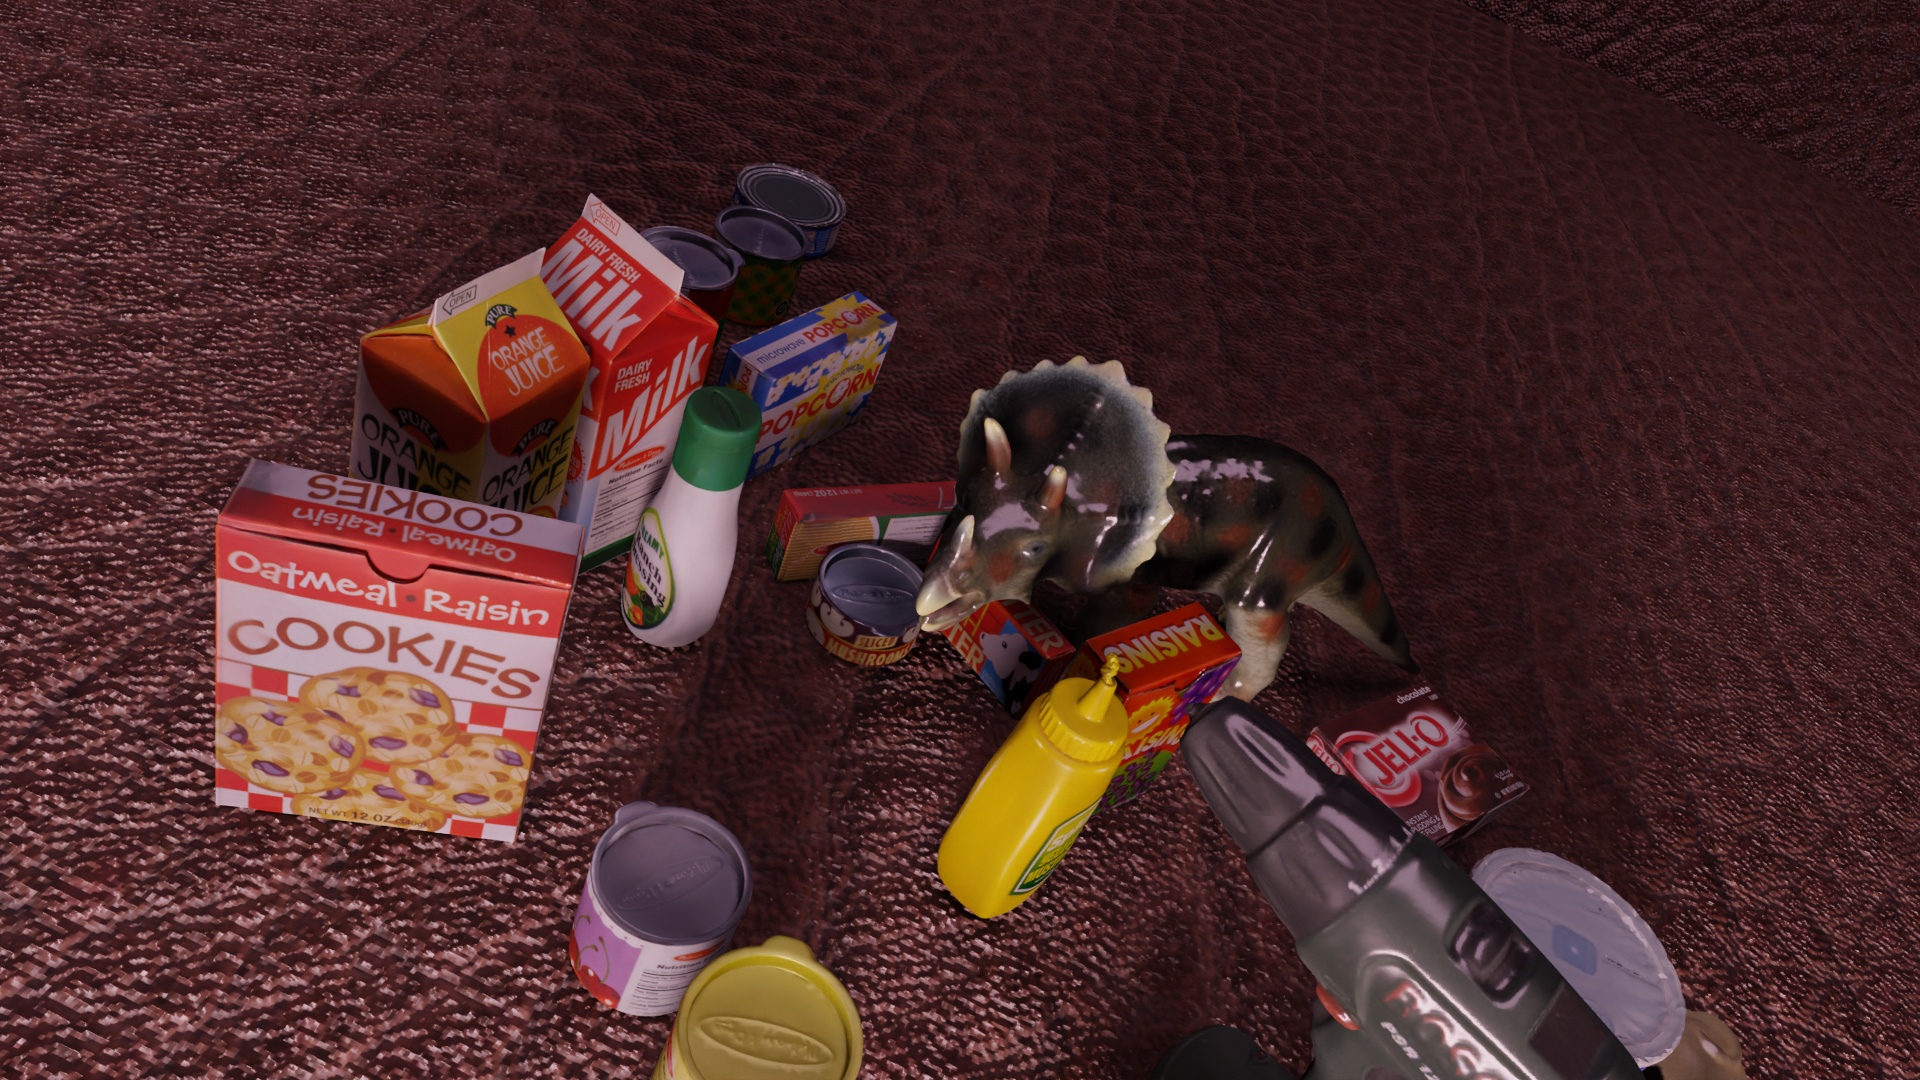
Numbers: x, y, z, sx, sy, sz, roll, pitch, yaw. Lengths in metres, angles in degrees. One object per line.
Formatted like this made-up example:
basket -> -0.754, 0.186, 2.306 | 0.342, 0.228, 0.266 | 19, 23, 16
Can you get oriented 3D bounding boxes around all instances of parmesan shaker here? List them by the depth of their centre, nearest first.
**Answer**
parmesan shaker -> -0.082, 0.204, 0.513 | 0.071, 0.102, 0.072 | 15, 39, -13

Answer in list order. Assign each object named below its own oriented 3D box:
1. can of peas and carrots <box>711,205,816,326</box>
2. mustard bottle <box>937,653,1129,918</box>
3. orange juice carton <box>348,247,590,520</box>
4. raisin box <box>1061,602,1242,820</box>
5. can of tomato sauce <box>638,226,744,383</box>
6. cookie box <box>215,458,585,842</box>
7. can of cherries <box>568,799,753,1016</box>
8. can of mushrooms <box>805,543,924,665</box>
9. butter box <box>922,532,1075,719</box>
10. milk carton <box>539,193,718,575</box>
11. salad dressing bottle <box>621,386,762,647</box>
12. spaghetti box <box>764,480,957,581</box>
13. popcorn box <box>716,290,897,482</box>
can of peas and carrots -> -0.143, -0.191, 0.971 | 0.071, 0.058, 0.071 | 15, 39, -13
mustard bottle -> 0.040, 0.110, 0.640 | 0.049, 0.159, 0.065 | 43, 41, 21
orange juice carton -> -0.231, -0.047, 0.651 | 0.073, 0.191, 0.072 | 32, 39, 9
raisin box -> 0.080, 0.094, 0.710 | 0.086, 0.122, 0.040 | -13, 52, -38
can of tomato sauce -> -0.180, -0.146, 0.879 | 0.071, 0.082, 0.071 | 15, 39, -13
cookie box -> -0.228, 0.052, 0.558 | 0.123, 0.166, 0.040 | 12, 40, -16
can of cherries -> -0.127, 0.153, 0.583 | 0.071, 0.058, 0.072 | 15, 39, -13
can of mushrooms -> -0.051, 0.037, 0.777 | 0.071, 0.033, 0.071 | 15, 39, -12
butter box -> 0.017, 0.046, 0.788 | 0.024, 0.052, 0.104 | -16, 54, -40
milk carton -> -0.184, -0.078, 0.713 | 0.072, 0.189, 0.074 | 40, 40, 18
salad dressing bottle -> -0.134, -0.010, 0.696 | 0.044, 0.146, 0.064 | -7, 48, -34
spaghetti box -> 0.003, -0.011, 0.848 | 0.251, 0.050, 0.029 | -5, 47, -32
popcorn box -> -0.100, -0.096, 0.864 | 0.038, 0.084, 0.127 | 37, 40, 15
